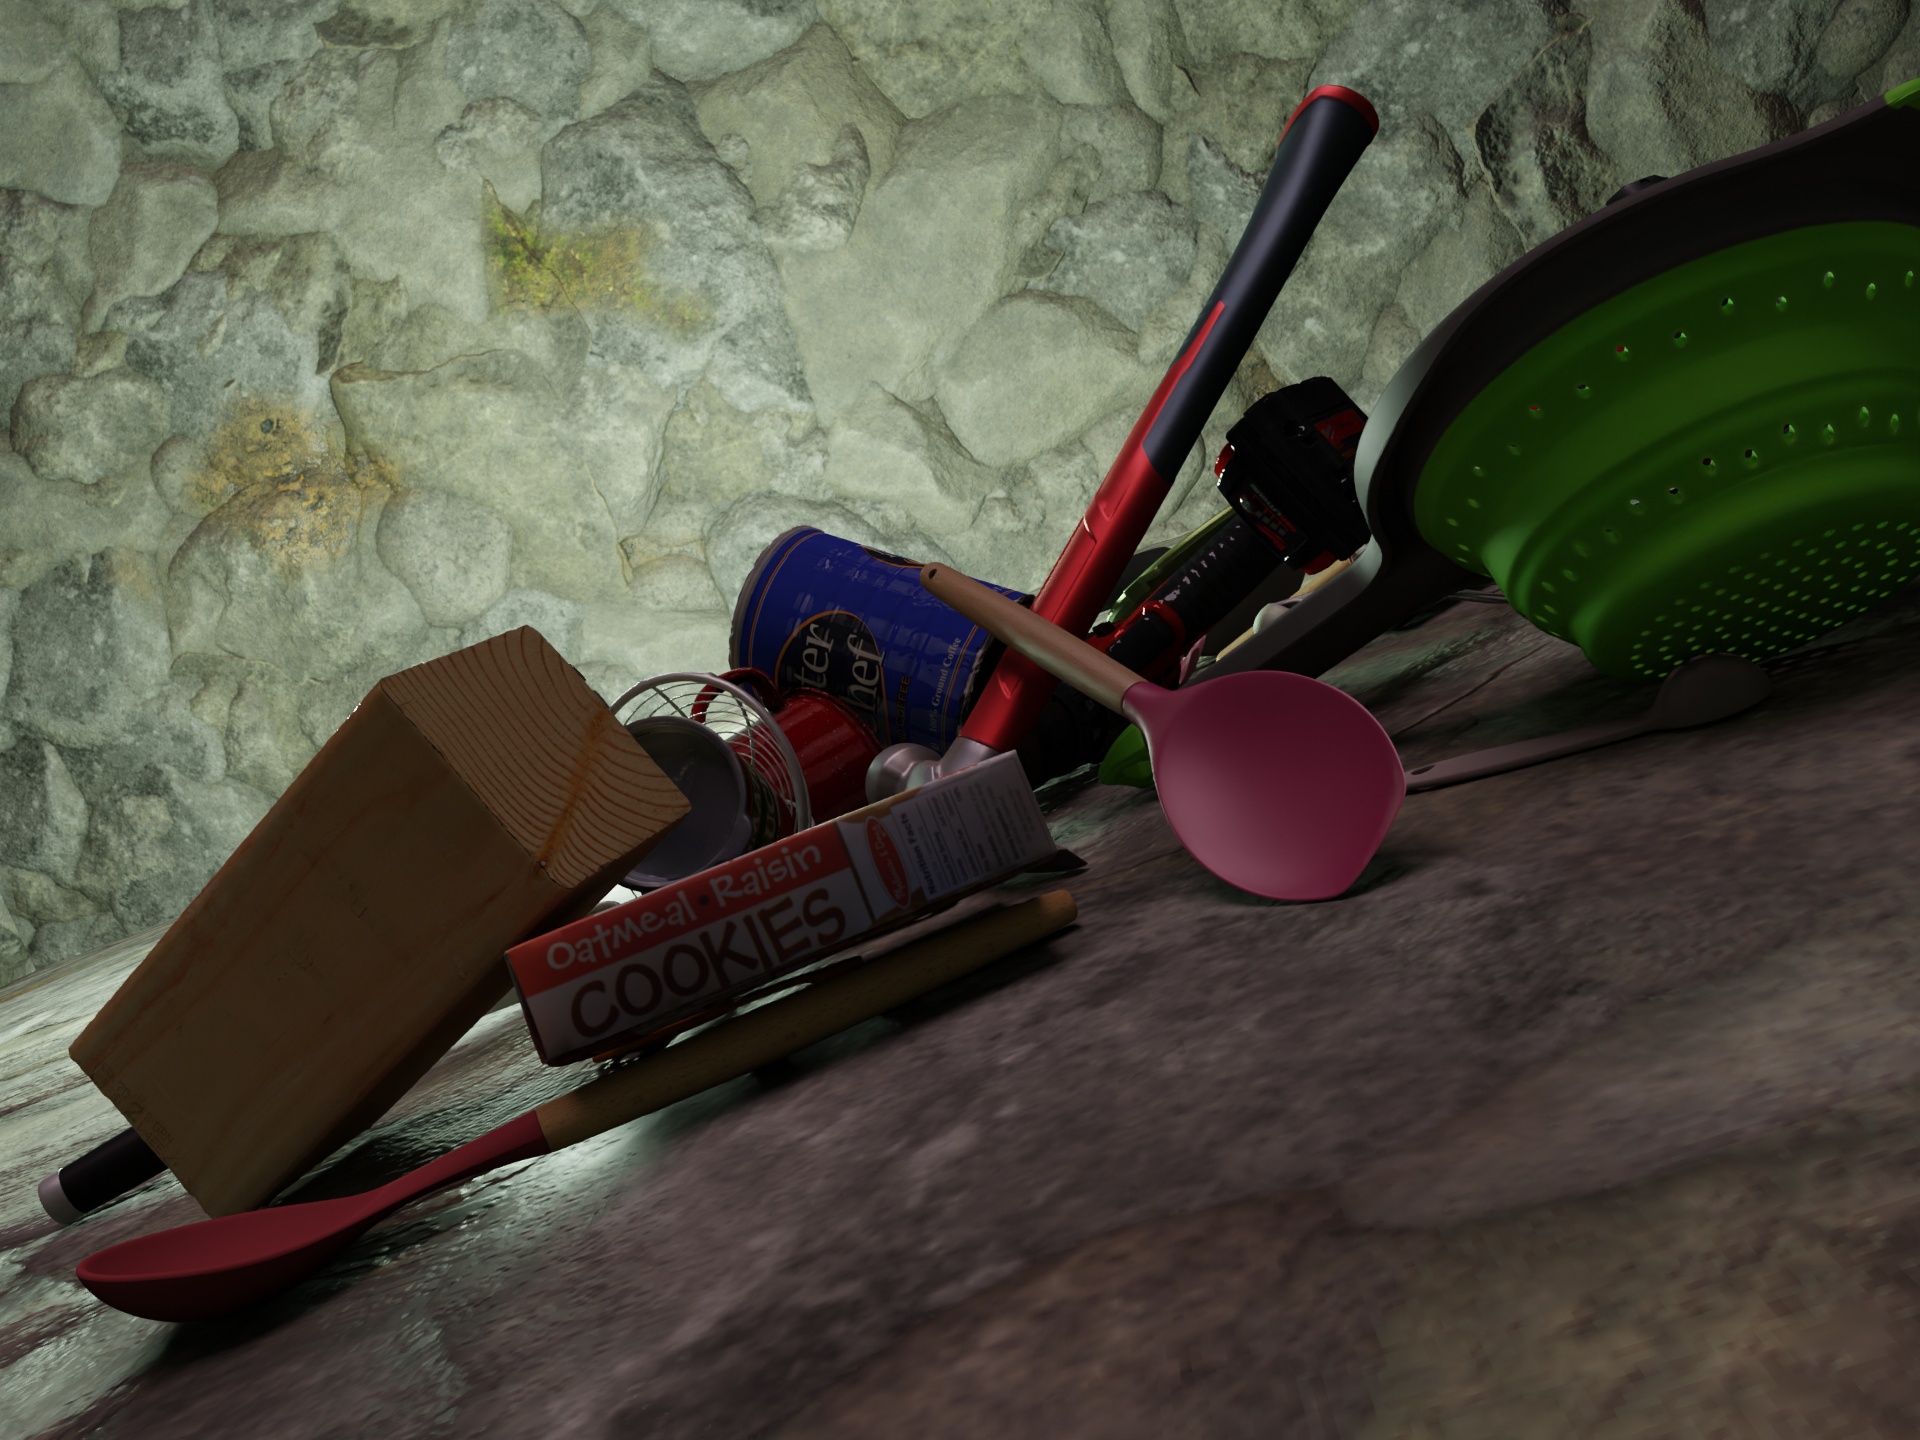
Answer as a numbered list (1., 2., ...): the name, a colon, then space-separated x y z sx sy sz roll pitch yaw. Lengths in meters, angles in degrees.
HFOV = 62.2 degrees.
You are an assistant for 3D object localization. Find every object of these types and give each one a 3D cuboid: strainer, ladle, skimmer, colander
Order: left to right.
1. skimmer: -0.230 0.107 0.682 0.363 0.127 0.090 -30 -12 -11
2. ladle: -0.105 0.116 0.496 0.315 0.031 0.069 -21 2 -14
3. strainer: 0.216 -0.114 1.033 0.256 0.069 0.151 -34 -10 -3
4. colander: 0.191 -0.037 0.559 0.204 0.095 0.397 7 -32 -37

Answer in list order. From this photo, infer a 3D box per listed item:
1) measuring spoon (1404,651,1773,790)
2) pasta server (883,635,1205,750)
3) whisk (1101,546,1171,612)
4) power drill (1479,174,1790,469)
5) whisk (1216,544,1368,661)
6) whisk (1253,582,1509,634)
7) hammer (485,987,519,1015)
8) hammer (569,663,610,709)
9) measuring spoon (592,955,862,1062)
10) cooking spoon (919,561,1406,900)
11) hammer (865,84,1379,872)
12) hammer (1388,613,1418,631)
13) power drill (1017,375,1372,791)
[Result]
1. measuring spoon: 0.194 0.001 0.515 0.124 0.018 0.034 -18 7 30
2. pasta server: -0.001 -0.003 0.904 0.316 0.040 0.060 -14 28 -21
3. whisk: 0.025 -0.053 1.015 0.296 0.073 0.073 -24 7 -24
4. power drill: 0.314 -0.135 0.633 0.219 0.079 0.143 2 -29 -33
5. whisk: 0.229 -0.096 0.842 0.245 0.047 0.051 -40 -23 33
6. whisk: 0.218 -0.066 0.740 0.246 0.059 0.058 -18 34 -39
7. hammer: -0.304 0.139 0.912 0.127 0.034 0.337 -23 7 -12
8. hammer: -0.203 0.049 0.833 0.130 0.031 0.331 -43 -14 -2
9. measuring spoon: -0.085 0.108 0.577 0.117 0.011 0.021 -23 -3 19
10. cooking spoon: 0.053 -0.015 0.587 0.069 0.017 0.319 -59 32 4
11. hammer: 0.091 -0.113 0.686 0.386 0.038 0.143 -60 27 -8
12. hammer: 0.380 -0.134 0.983 0.409 0.036 0.149 -26 9 -35
13. power drill: 0.105 -0.054 0.770 0.226 0.080 0.188 -45 -8 31
